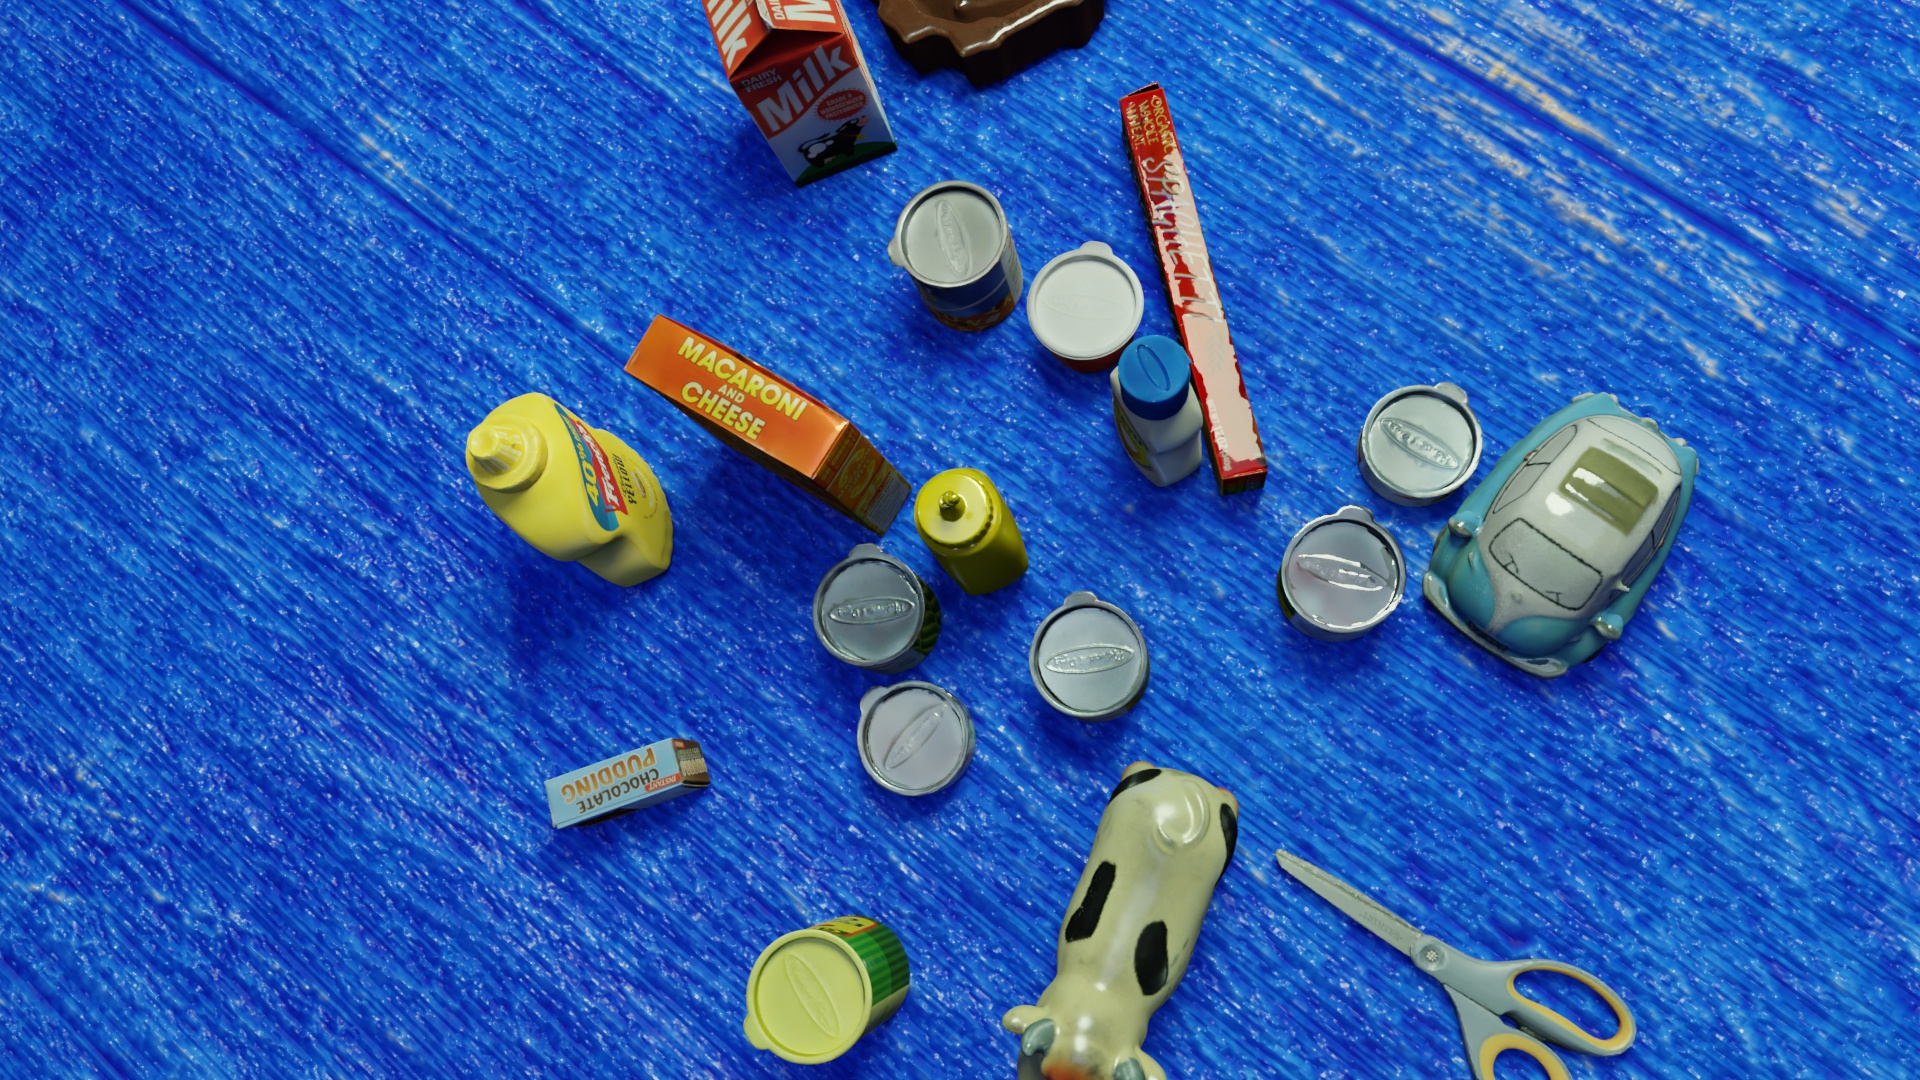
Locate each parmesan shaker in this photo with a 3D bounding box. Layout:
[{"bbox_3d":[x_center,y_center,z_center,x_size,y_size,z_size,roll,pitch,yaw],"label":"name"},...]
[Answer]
[{"bbox_3d":[-0.072,0.244,0.760,0.071,0.103,0.071,-2,79,9],"label":"parmesan shaker"}]

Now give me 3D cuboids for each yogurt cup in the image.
[{"bbox_3d":[0.076,-0.134,0.835,0.072,0.054,0.072,-2,79,9],"label":"yogurt cup"}]

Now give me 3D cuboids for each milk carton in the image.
[{"bbox_3d":[-0.099,-0.289,0.821,0.073,0.190,0.072,-20,77,5],"label":"milk carton"}]

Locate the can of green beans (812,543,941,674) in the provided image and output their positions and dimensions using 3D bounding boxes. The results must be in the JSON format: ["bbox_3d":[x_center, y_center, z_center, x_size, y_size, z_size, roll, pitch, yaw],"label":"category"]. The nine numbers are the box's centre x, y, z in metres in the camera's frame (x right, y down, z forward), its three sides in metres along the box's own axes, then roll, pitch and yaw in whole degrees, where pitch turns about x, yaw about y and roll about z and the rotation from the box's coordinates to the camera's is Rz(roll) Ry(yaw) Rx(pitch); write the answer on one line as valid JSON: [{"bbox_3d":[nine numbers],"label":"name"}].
[{"bbox_3d":[-0.048,0.044,0.818,0.071,0.057,0.071,-2,79,9],"label":"can of green beans"}]

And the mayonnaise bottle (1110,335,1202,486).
[{"bbox_3d":[0.108,-0.074,0.770,0.041,0.148,0.065,-30,77,3],"label":"mayonnaise bottle"}]

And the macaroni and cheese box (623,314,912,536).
[{"bbox_3d":[-0.103,-0.062,0.791,0.124,0.166,0.040,30,86,13],"label":"macaroni and cheese box"}]

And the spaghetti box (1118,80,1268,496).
[{"bbox_3d":[0.138,-0.150,0.830,0.029,0.050,0.250,-14,77,6],"label":"spaghetti box"}]

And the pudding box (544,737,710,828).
[{"bbox_3d":[-0.198,0.145,0.826,0.084,0.049,0.030,-20,77,5],"label":"pudding box"}]

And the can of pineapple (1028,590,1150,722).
[{"bbox_3d":[0.075,0.068,0.794,0.071,0.058,0.071,-2,79,9],"label":"can of pineapple"}]

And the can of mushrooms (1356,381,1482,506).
[{"bbox_3d":[0.265,-0.056,0.800,0.071,0.033,0.071,-2,79,9],"label":"can of mushrooms"}]

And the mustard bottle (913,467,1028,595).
[{"bbox_3d":[0.003,-0.010,0.767,0.049,0.160,0.065,-26,77,4],"label":"mustard bottle"}]

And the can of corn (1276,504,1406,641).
[{"bbox_3d":[0.213,0.020,0.781,0.071,0.058,0.071,-2,79,9],"label":"can of corn"}]

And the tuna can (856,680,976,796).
[{"bbox_3d":[-0.027,0.114,0.814,0.071,0.033,0.071,-2,79,9],"label":"tuna can"}]

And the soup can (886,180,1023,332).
[{"bbox_3d":[-0.002,-0.169,0.838,0.071,0.083,0.071,-2,79,9],"label":"soup can"}]
